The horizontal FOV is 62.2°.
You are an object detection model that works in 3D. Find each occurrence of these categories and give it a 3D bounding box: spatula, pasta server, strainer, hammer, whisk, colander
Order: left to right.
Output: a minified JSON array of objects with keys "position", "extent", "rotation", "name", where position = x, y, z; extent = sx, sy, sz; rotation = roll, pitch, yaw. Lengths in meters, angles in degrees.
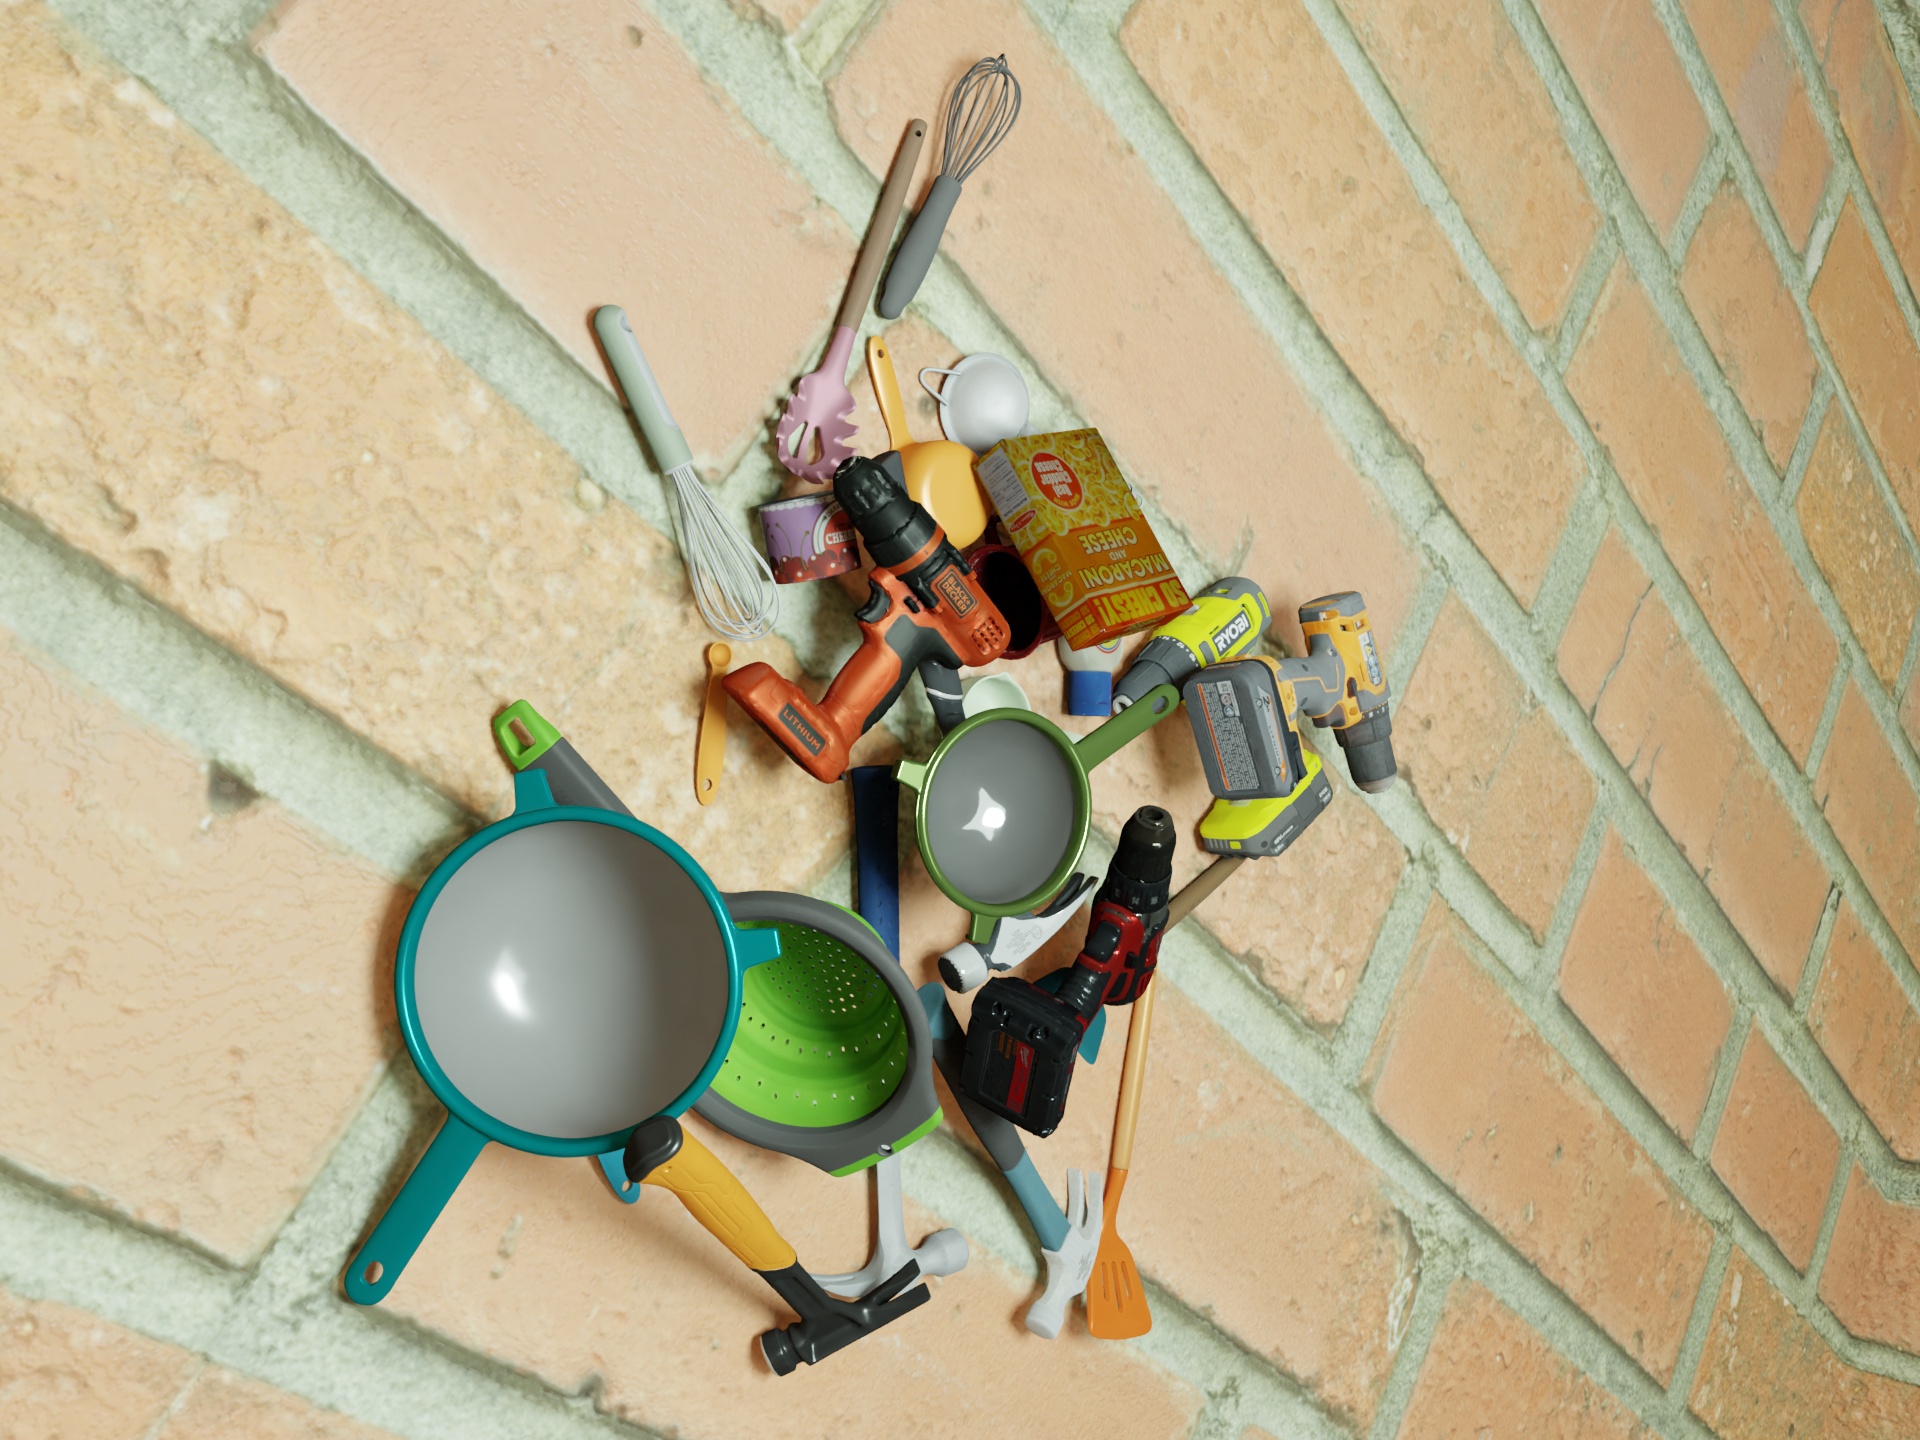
[{"position":[-0.270,0.210,0.997],"extent":[0.211,0.095,0.340],"rotation":[34,92,2],"name":"strainer"},{"position":[-0.189,-0.166,1.086],"extent":[0.058,0.059,0.246],"rotation":[-61,130,-67],"name":"whisk"},{"position":[-0.160,0.129,1.085],"extent":[0.397,0.204,0.094],"rotation":[51,25,-11],"name":"colander"},{"position":[-0.126,0.341,1.045],"extent":[0.127,0.034,0.336],"rotation":[-27,138,-2],"name":"hammer"},{"position":[-0.073,-0.316,1.184],"extent":[0.060,0.040,0.316],"rotation":[23,75,-22],"name":"pasta server"},{"position":[-0.062,0.238,1.208],"extent":[0.144,0.035,0.405],"rotation":[-4,94,-40],"name":"hammer"},{"position":[-0.012,-0.413,1.232],"extent":[0.055,0.055,0.239],"rotation":[32,76,-36],"name":"whisk"},{"position":[-0.002,-0.004,1.205],"extent":[0.149,0.036,0.408],"rotation":[-26,108,-29],"name":"hammer"},{"position":[0.035,0.339,1.262],"extent":[0.128,0.033,0.330],"rotation":[-53,129,-39],"name":"hammer"},{"position":[0.057,0.039,1.186],"extent":[0.256,0.069,0.151],"rotation":[-33,108,-28],"name":"strainer"},{"position":[0.072,-0.228,1.308],"extent":[0.258,0.050,0.087],"rotation":[23,86,-41],"name":"strainer"},{"position":[0.150,0.368,1.386],"extent":[0.081,0.041,0.323],"rotation":[16,80,-41],"name":"spatula"},{"position":[0.176,0.185,1.401],"extent":[0.317,0.044,0.082],"rotation":[-35,86,-36],"name":"spatula"}]

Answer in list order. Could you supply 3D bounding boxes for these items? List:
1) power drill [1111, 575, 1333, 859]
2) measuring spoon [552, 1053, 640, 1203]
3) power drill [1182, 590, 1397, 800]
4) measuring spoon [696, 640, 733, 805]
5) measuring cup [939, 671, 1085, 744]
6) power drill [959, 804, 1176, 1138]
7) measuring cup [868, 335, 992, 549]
[{"position":[0.233,0.009,1.425],"extent":[0.190,0.080,0.228],"rotation":[-39,112,-34],"name":"power drill"},{"position":[-0.246,0.276,1.071],"extent":[0.042,0.021,0.128],"rotation":[-37,123,-34],"name":"measuring spoon"},{"position":[0.302,0.002,1.387],"extent":[0.226,0.084,0.185],"rotation":[-26,103,-42],"name":"power drill"},{"position":[-0.176,0.002,1.125],"extent":[0.021,0.011,0.117],"rotation":[5,92,-40],"name":"measuring spoon"},{"position":[0.050,0.011,1.297],"extent":[0.167,0.038,0.083],"rotation":[17,81,-41],"name":"measuring cup"},{"position":[0.096,0.183,1.209],"extent":[0.227,0.080,0.187],"rotation":[-41,149,-46],"name":"power drill"},{"position":[-0.028,-0.211,1.213],"extent":[0.095,0.052,0.173],"rotation":[-29,111,-36],"name":"measuring cup"}]
